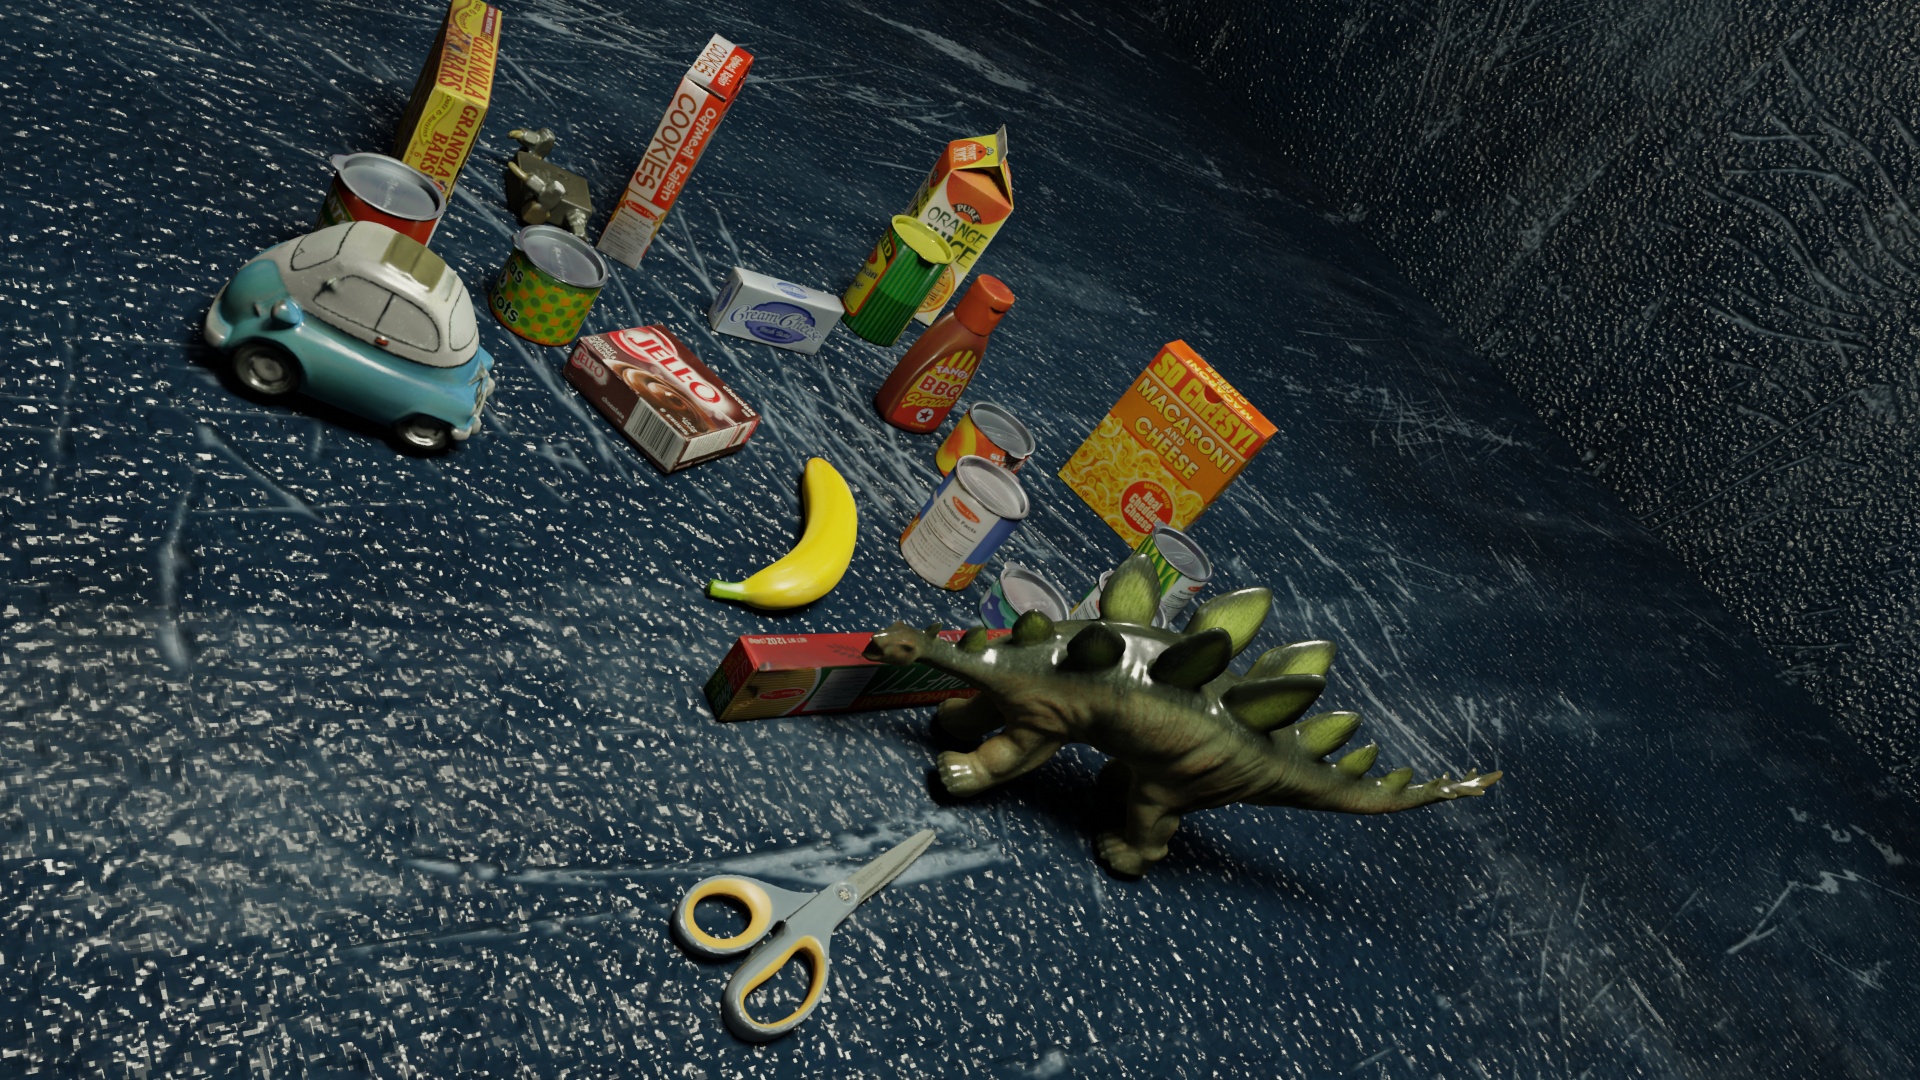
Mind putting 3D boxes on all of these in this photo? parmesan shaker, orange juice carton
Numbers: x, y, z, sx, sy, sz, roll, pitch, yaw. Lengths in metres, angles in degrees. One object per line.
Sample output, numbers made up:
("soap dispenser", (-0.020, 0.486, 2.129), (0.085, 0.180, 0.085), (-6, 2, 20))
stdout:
("parmesan shaker", (-0.060, -0.235, 1.271), (0.071, 0.102, 0.072), (28, 31, -19))
("orange juice carton", (-0.009, -0.310, 1.339), (0.073, 0.191, 0.072), (27, 31, -19))

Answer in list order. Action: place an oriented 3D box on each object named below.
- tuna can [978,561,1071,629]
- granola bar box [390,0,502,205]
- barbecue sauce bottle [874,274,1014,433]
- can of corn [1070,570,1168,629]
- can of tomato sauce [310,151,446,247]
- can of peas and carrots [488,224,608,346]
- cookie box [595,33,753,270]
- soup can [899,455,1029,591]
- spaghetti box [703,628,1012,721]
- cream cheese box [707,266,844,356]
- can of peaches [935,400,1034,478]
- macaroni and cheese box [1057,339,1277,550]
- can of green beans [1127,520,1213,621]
("tuna can", (0.048, 0.053, 1.065), (0.071, 0.032, 0.071), (28, 32, -18))
("granola bar box", (-0.375, -0.306, 1.004), (0.039, 0.123, 0.166), (20, 34, -29))
("barbecue sauce bottle", (-0.010, -0.157, 1.173), (0.065, 0.148, 0.044), (11, 40, -40))
("can of corn", (0.122, 0.068, 1.100), (0.071, 0.058, 0.071), (28, 31, -18))
("can of tomato sauce", (-0.380, -0.196, 0.890), (0.071, 0.082, 0.071), (28, 31, -19))
("can of peas and carrots", (-0.295, -0.181, 0.986), (0.071, 0.058, 0.071), (28, 31, -18))
("cookie box", (-0.232, -0.318, 1.134), (0.040, 0.166, 0.123), (29, 31, -16))
("soup can", (0.004, -0.013, 1.056), (0.071, 0.083, 0.072), (28, 31, -19))
("spaghetti box", (-0.049, 0.085, 0.899), (0.250, 0.050, 0.029), (2, 46, -46))
("cream cheese box", (-0.153, -0.189, 1.157), (0.104, 0.053, 0.024), (10, 40, -40))
("can of peaches", (0.021, -0.075, 1.185), (0.071, 0.057, 0.071), (28, 31, -18))
("macaroni and cheese box", (0.185, -0.079, 1.260), (0.124, 0.165, 0.040), (45, 30, 11))
("can of green beans", (0.177, 0.030, 1.212), (0.071, 0.057, 0.071), (28, 31, -18))
